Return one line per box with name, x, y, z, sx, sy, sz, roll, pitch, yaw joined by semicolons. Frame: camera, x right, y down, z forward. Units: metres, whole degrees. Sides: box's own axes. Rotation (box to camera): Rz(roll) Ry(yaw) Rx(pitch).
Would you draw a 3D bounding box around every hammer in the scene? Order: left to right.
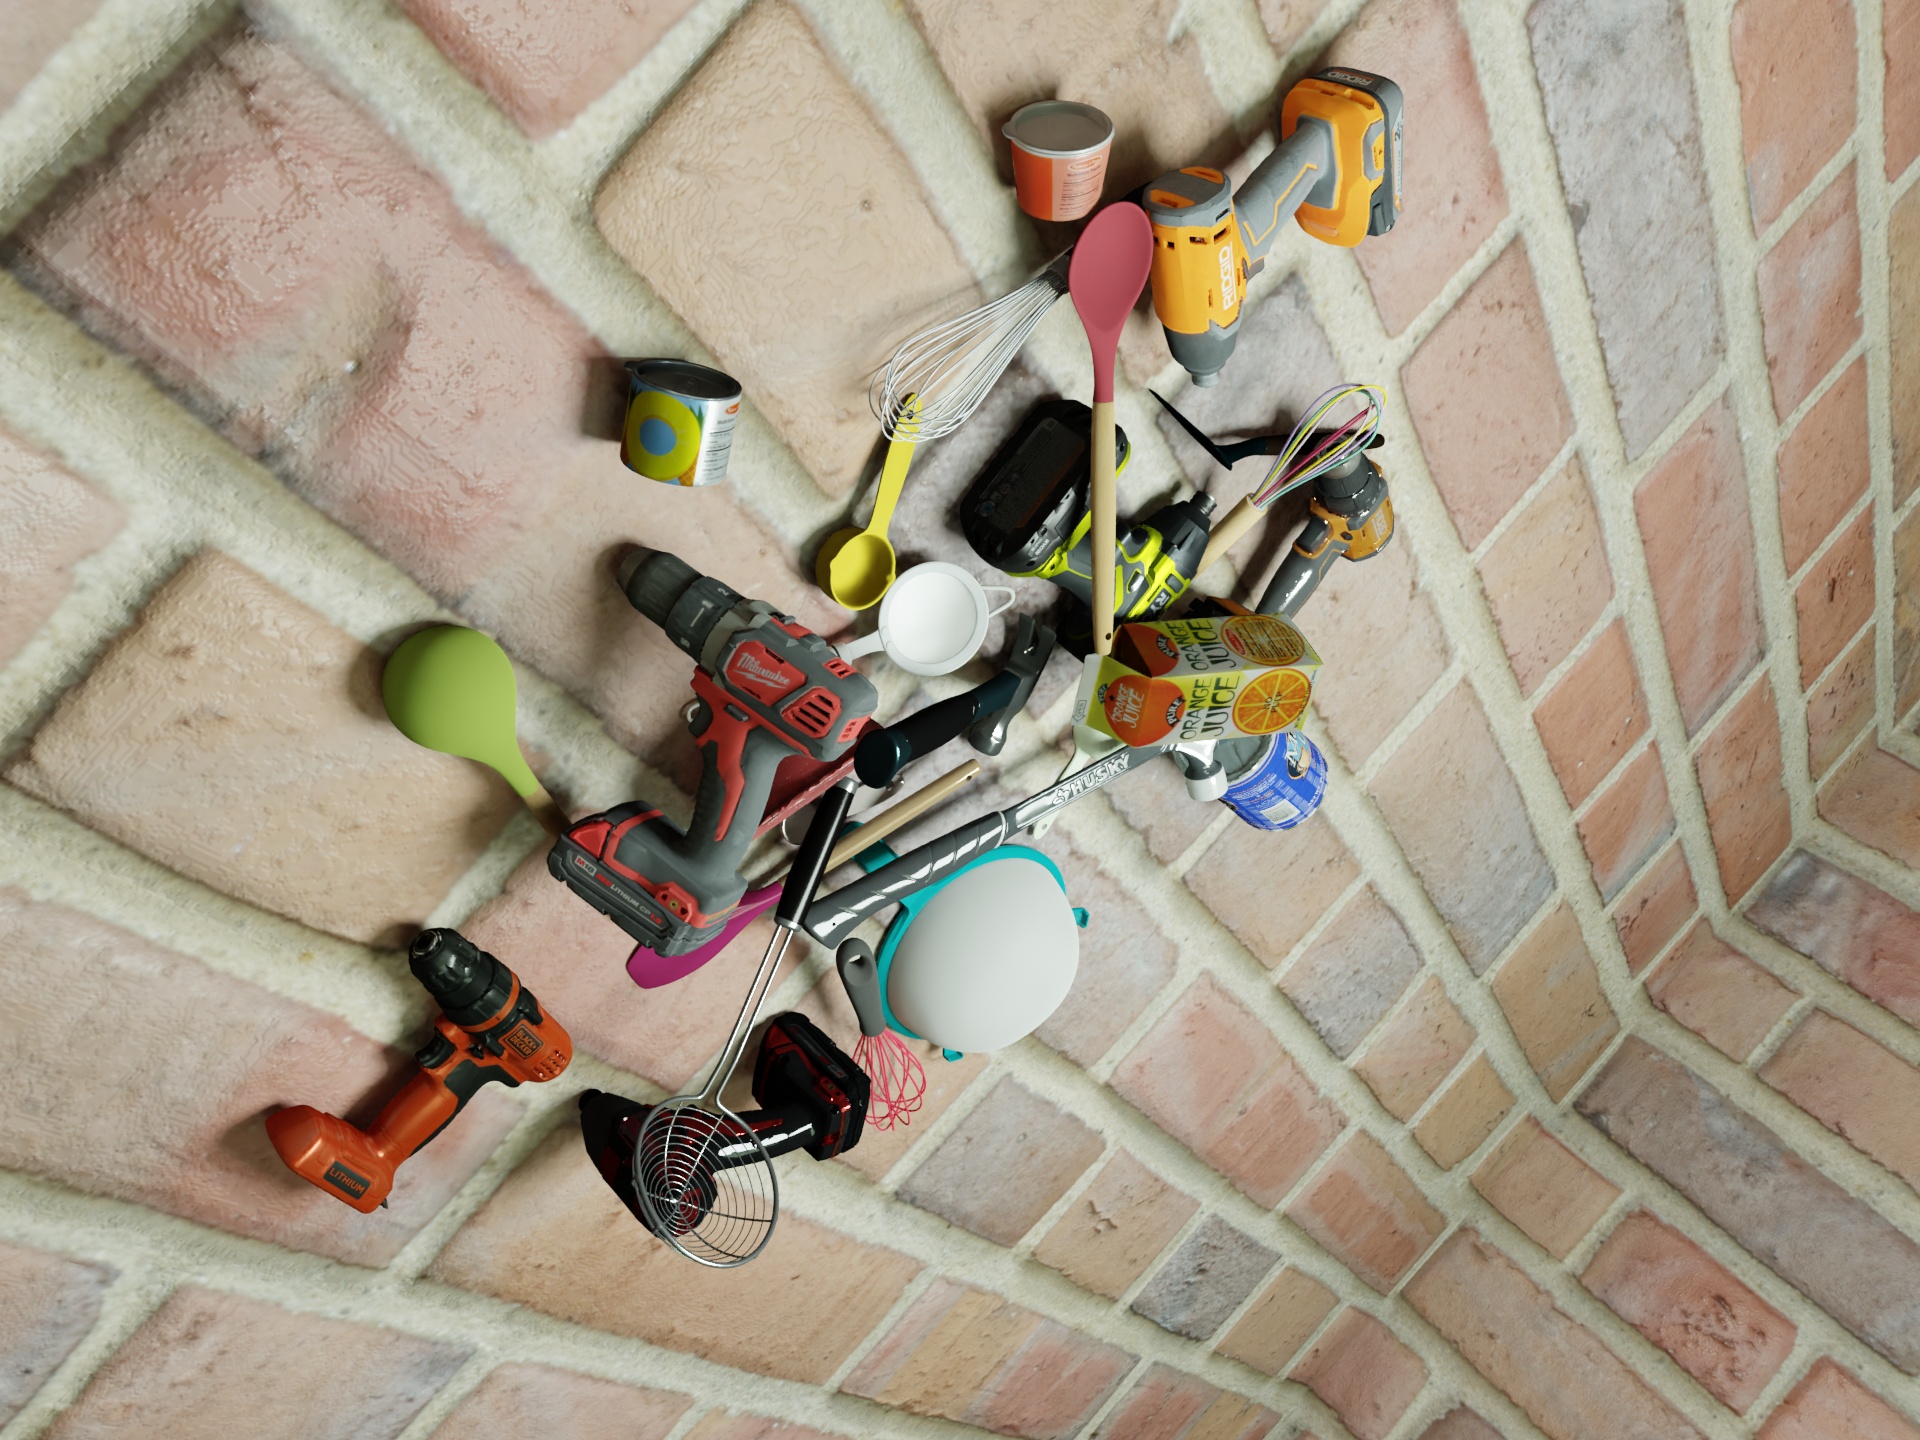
hammer;-0.002;-0.004;1.155;0.128;0.033;0.331;-62;168;18
hammer;0.045;0.077;1.320;0.409;0.036;0.149;-26;113;-21

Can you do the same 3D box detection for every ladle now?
ladle;-0.285;0.052;1.064;0.078;0.062;0.319;-40;146;-15
ladle;0.101;-0.196;1.108;0.069;0.031;0.315;-13;113;-29

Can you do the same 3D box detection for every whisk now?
whisk;-0.074;0.275;1.383;0.073;0.073;0.295;-32;143;-20
whisk;0.048;-0.287;1.086;0.284;0.070;0.070;-43;140;-16
whisk;0.257;-0.187;1.285;0.047;0.051;0.245;-27;167;-44

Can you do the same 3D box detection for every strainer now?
strainer;-0.082;-0.052;1.161;0.258;0.050;0.086;-23;112;-20
strainer;0.005;0.192;1.382;0.211;0.095;0.340;-46;138;-4

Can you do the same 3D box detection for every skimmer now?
skimmer;-0.136;0.211;1.170;0.127;0.090;0.363;30;74;-33

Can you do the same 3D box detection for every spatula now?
spatula;0.272;-0.238;1.330;0.317;0.082;0.044;-11;139;-43

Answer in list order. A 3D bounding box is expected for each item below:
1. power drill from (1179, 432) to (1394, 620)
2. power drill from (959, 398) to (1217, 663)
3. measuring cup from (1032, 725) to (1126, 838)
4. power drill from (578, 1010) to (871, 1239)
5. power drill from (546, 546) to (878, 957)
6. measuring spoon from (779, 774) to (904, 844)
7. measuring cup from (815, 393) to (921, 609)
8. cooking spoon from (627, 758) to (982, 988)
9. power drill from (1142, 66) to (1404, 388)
power drill;0.286;-0.134;1.374;0.226;0.084;0.185;-51;154;1
power drill;0.110;-0.146;1.237;0.171;0.080;0.223;-52;144;2
measuring cup;0.118;0.043;1.414;0.083;0.038;0.167;20;103;-48
power drill;-0.193;0.320;1.279;0.219;0.143;0.078;-14;128;-43
power drill;-0.179;0.017;1.030;0.226;0.188;0.080;-58;170;17
measuring spoon;-0.095;0.066;1.262;0.124;0.018;0.034;-21;113;-38
measuring cup;-0.061;-0.155;1.117;0.062;0.029;0.156;10;101;-46
cooking spoon;-0.119;0.118;1.254;0.319;0.017;0.068;-32;138;-10
power drill;0.224;-0.354;1.153;0.226;0.084;0.164;-40;141;-22
